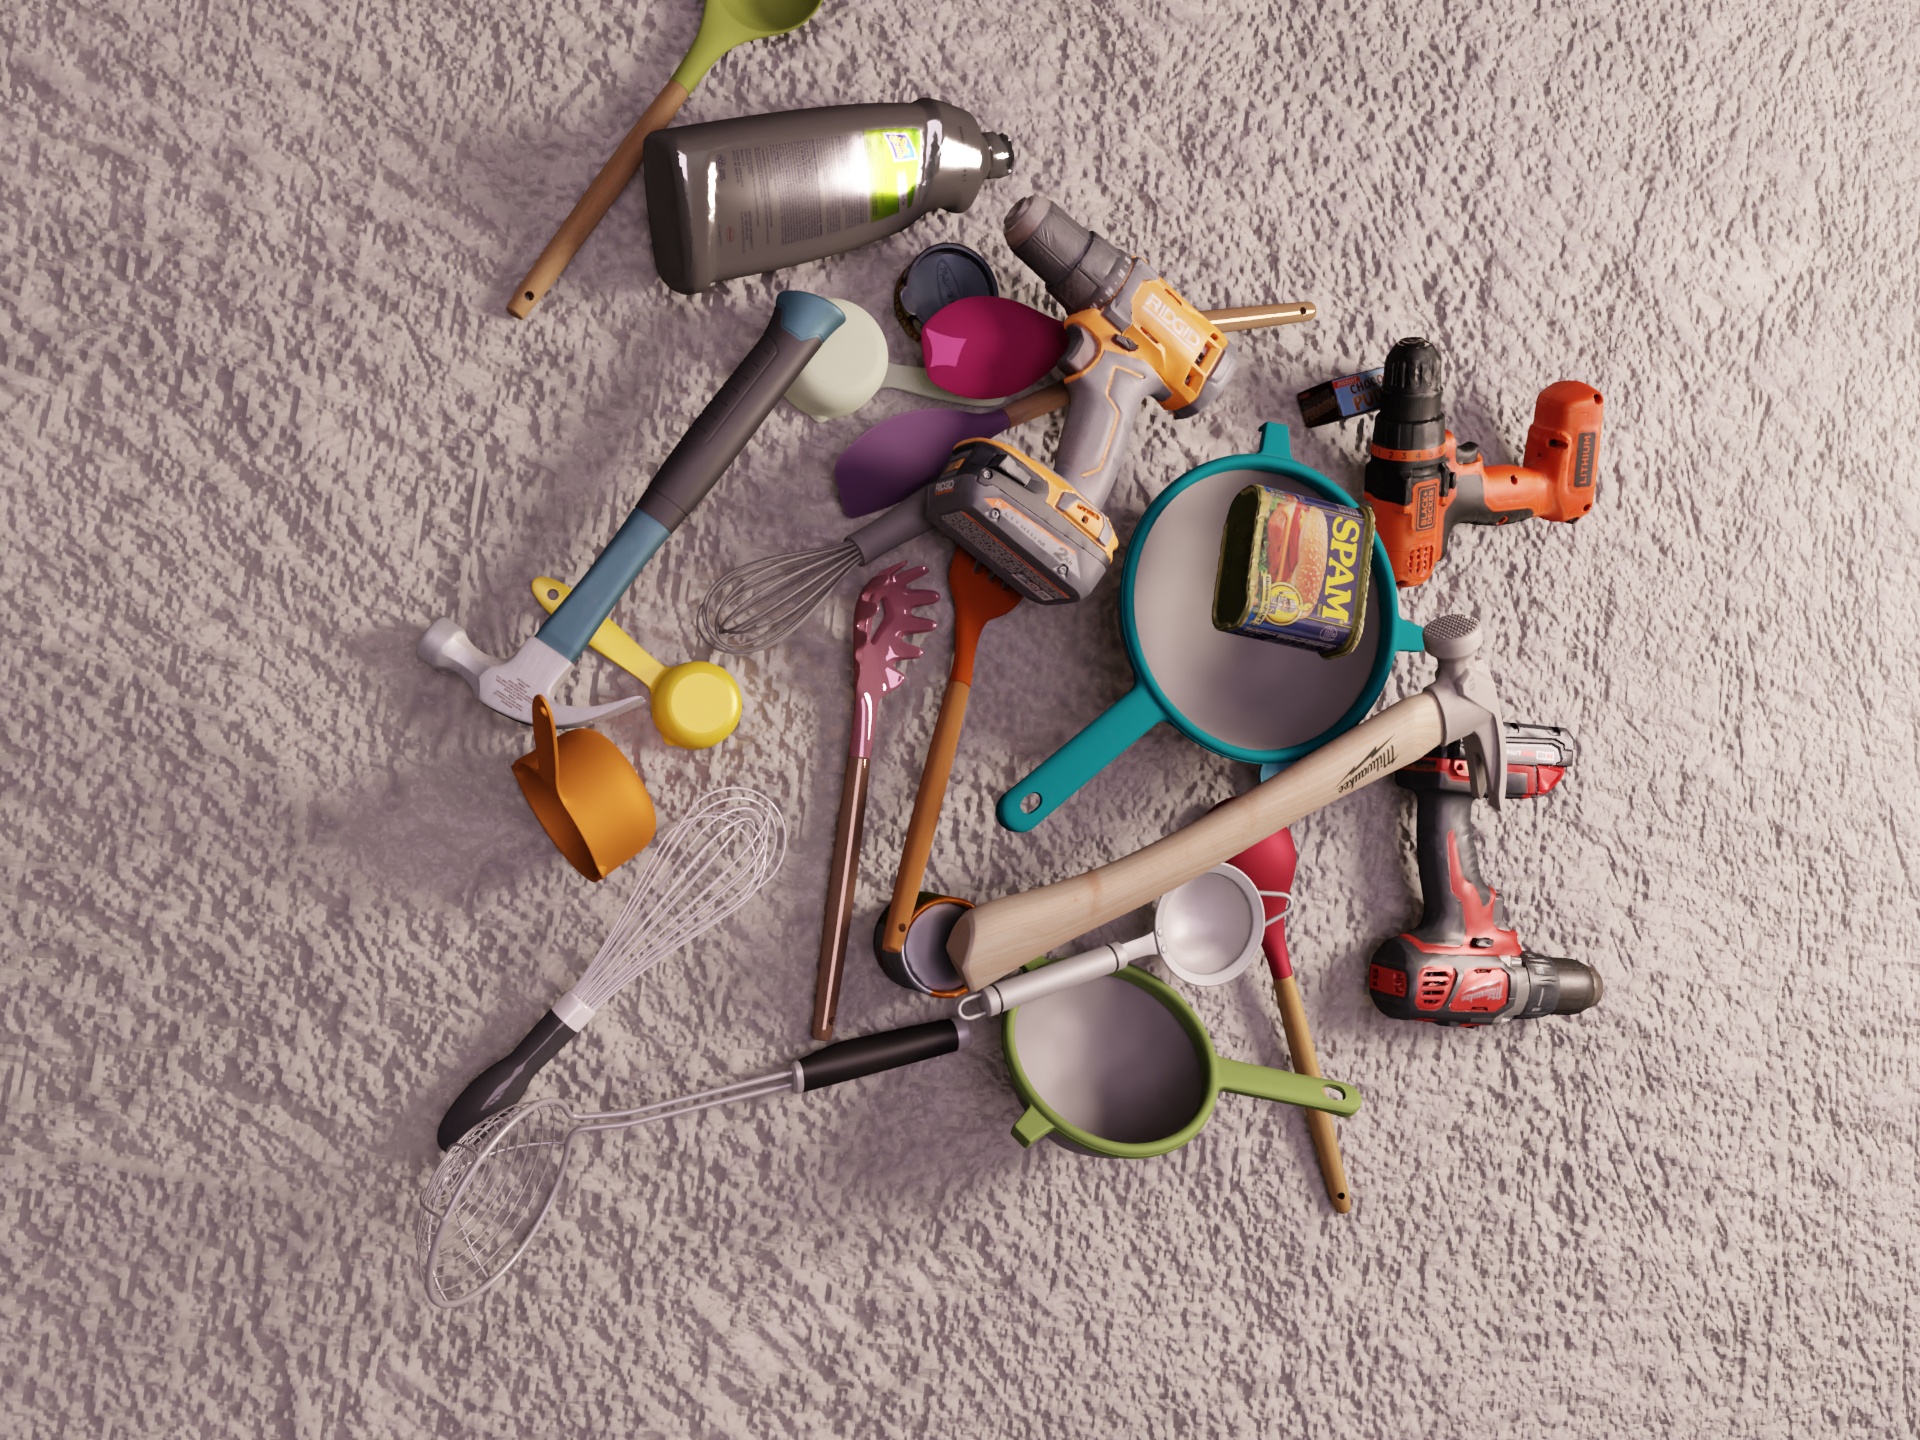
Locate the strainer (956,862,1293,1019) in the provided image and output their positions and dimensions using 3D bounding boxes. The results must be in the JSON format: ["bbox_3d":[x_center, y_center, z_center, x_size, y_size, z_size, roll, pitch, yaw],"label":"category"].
[{"bbox_3d":[0.109,0.155,1.069,0.258,0.050,0.087,-15,96,-27],"label":"strainer"}]

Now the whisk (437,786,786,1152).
[{"bbox_3d":[-0.213,0.154,0.976,0.070,0.070,0.284,45,79,-12],"label":"whisk"}]

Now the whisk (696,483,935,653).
[{"bbox_3d":[-0.070,-0.113,1.049,0.239,0.055,0.055,-33,98,-23],"label":"whisk"}]

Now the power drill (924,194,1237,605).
[{"bbox_3d":[0.065,-0.213,1.042,0.185,0.084,0.226,37,75,-22],"label":"power drill"}]

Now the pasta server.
[{"bbox_3d":[-0.064,0.052,1.042,0.060,0.040,0.316,13,83,-51],"label":"pasta server"}]

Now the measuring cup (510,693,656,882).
[{"bbox_3d":[-0.217,0.025,0.925,0.052,0.173,0.095,-34,68,-27],"label":"measuring cup"}]

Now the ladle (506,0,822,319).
[{"bbox_3d":[-0.191,-0.386,1.016,0.078,0.062,0.320,37,78,-26],"label":"ladle"}]

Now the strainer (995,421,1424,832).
[{"bbox_3d":[0.144,-0.035,1.092,0.340,0.095,0.211,-39,99,-16],"label":"strainer"}]

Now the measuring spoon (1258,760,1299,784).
[{"bbox_3d":[0.217,0.079,1.155,0.042,0.021,0.128,24,88,-8],"label":"measuring spoon"}]

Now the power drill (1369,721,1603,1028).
[{"bbox_3d":[0.400,0.116,1.185,0.187,0.080,0.227,5,88,-19],"label":"power drill"}]

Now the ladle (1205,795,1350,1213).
[{"bbox_3d":[0.236,0.207,1.140,0.069,0.031,0.315,-16,97,1],"label":"ladle"}]

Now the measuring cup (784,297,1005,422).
[{"bbox_3d":[-0.042,-0.236,1.066,0.167,0.038,0.083,7,84,-18],"label":"measuring cup"}]

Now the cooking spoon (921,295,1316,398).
[{"bbox_3d":[0.118,-0.273,1.114,0.319,0.017,0.068,-12,99,-24],"label":"cooking spoon"}]

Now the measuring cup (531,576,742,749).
[{"bbox_3d":[-0.204,-0.040,1.002,0.156,0.029,0.062,39,75,-15],"label":"measuring cup"}]

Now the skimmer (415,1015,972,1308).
[{"bbox_3d":[-0.148,0.256,0.973,0.363,0.090,0.127,-10,131,-23],"label":"skimmer"}]

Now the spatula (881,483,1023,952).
[{"bbox_3d":[-0.002,-0.003,1.045,0.081,0.041,0.323,27,64,-29],"label":"spatula"}]

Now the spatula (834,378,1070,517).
[{"bbox_3d":[0.051,-0.221,1.106,0.316,0.018,0.059,-26,124,-20],"label":"spatula"}]

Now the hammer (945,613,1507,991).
[{"bbox_3d":[0.182,0.078,1.046,0.410,0.038,0.146,-26,117,-12],"label":"hammer"}]

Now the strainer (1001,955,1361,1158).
[{"bbox_3d":[0.141,0.247,1.071,0.256,0.069,0.152,13,44,-12],"label":"strainer"}]

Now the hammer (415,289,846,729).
[{"bbox_3d":[-0.184,-0.136,0.988,0.128,0.033,0.331,36,81,-3],"label":"hammer"}]
